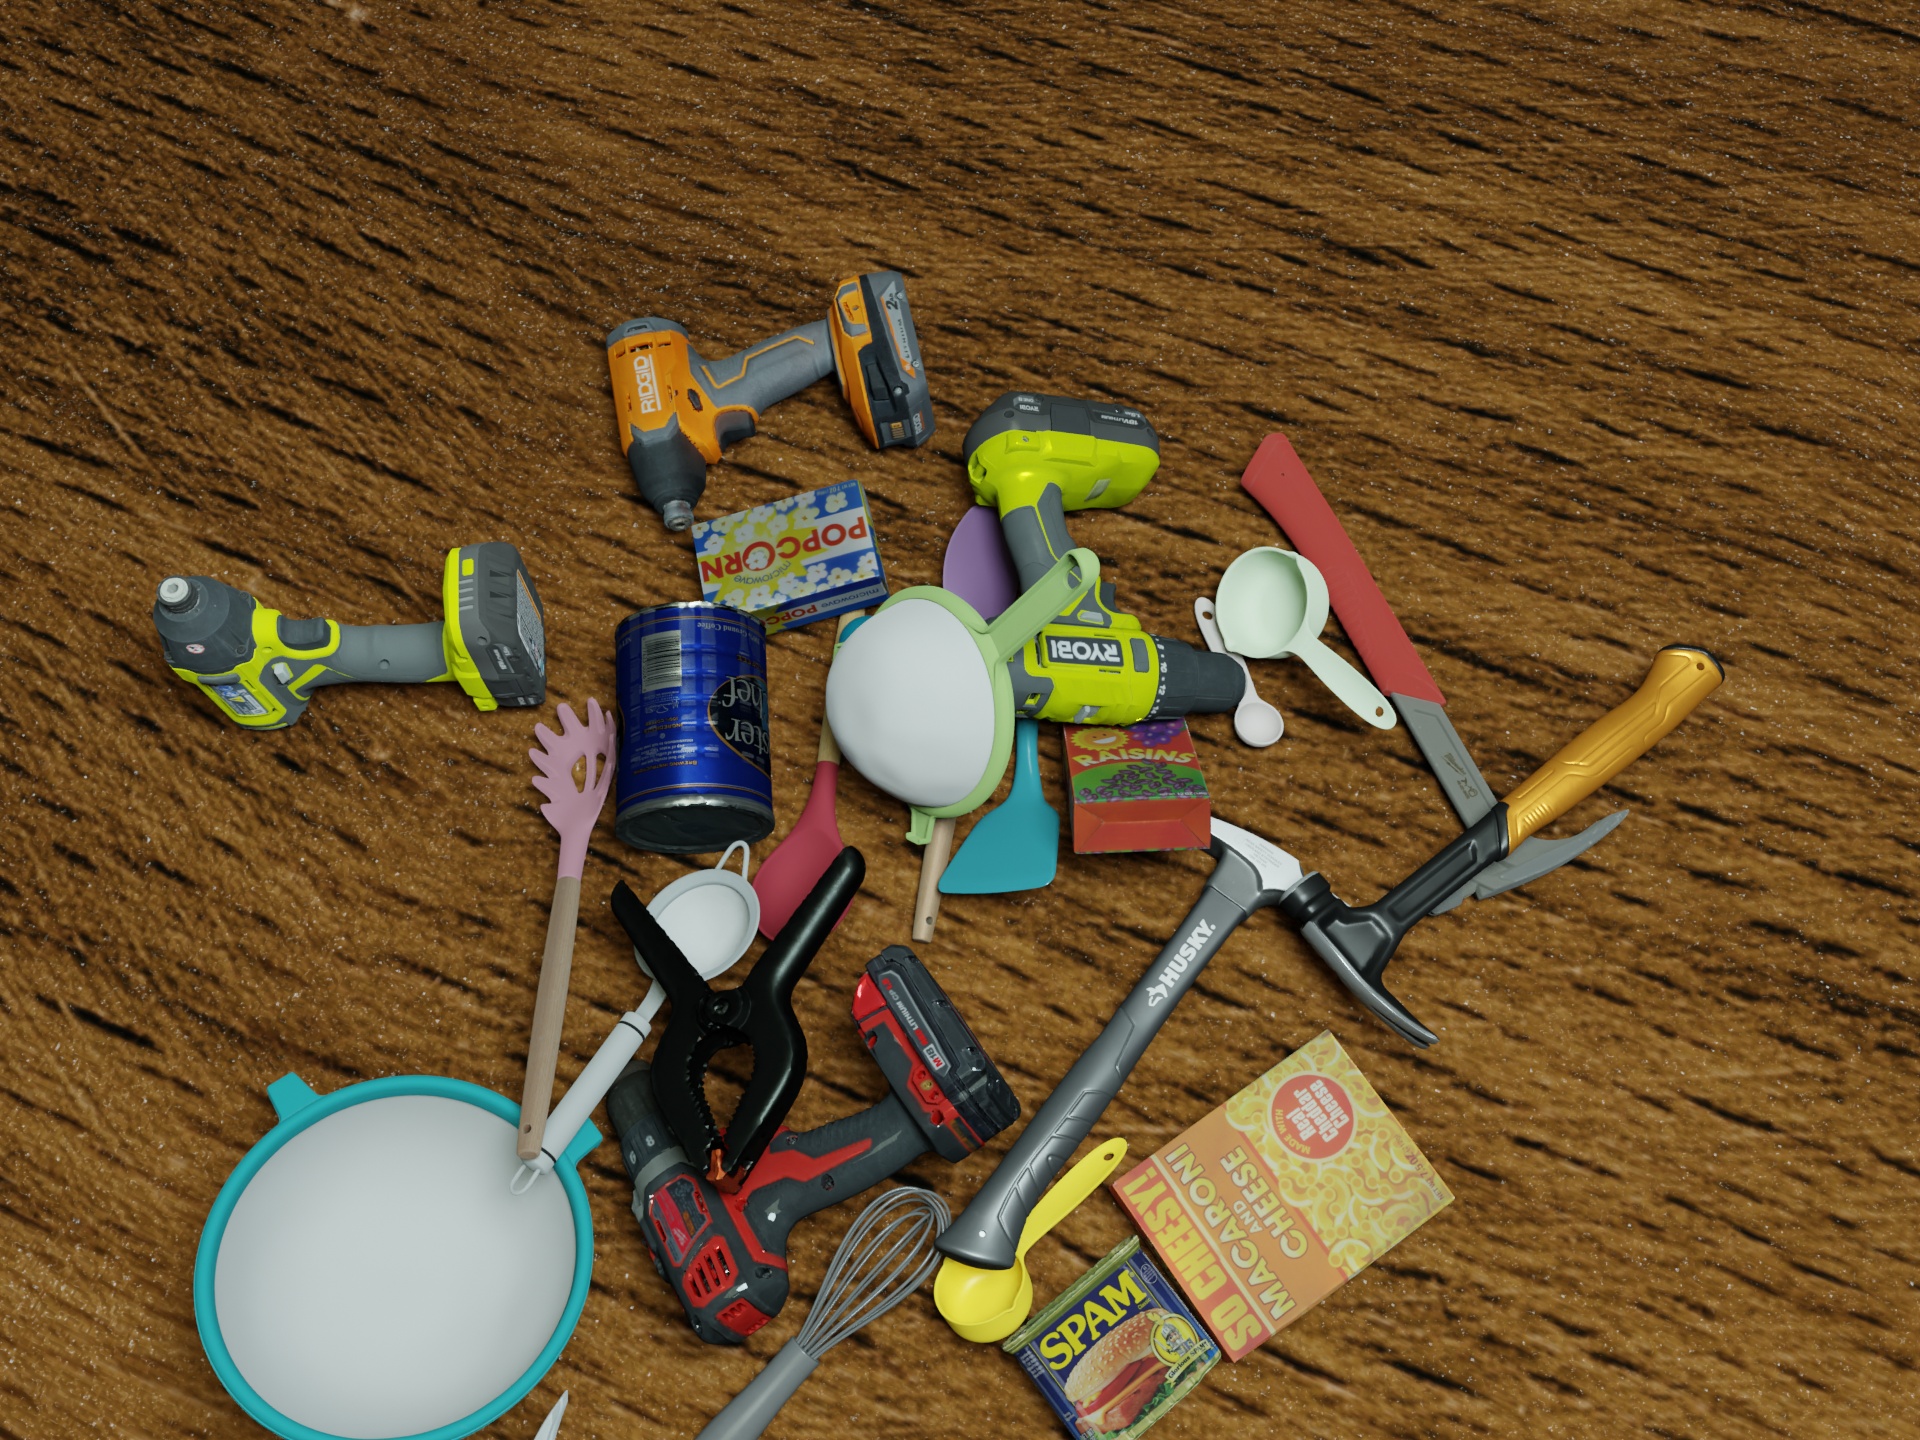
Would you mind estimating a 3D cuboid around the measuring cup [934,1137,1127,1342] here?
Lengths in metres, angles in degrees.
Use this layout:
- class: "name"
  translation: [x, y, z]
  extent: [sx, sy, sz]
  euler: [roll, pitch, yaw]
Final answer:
- class: "measuring cup"
  translation: [0.050, 0.314, 0.966]
  extent: [0.156, 0.029, 0.062]
  euler: [-37, 35, -26]

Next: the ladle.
- class: "ladle"
  translation: [-0.088, 0.006, 1.090]
  extent: [0.069, 0.031, 0.316]
  euler: [5, 67, 7]

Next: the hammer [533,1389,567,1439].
- class: "hammer"
  translation: [-0.051, 0.447, 0.885]
  extent: [0.405, 0.035, 0.144]
  euler: [-2, 88, 1]

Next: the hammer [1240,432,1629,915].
- class: "hammer"
  translation: [0.304, -0.051, 1.101]
  extent: [0.149, 0.036, 0.359]
  euler: [-22, 70, -8]

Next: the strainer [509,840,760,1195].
- class: "strainer"
  translation: [-0.198, 0.184, 0.985]
  extent: [0.087, 0.050, 0.258]
  euler: [12, 50, 29]

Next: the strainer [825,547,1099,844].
- class: "strainer"
  translation: [-0.012, -0.031, 0.969]
  extent: [0.069, 0.256, 0.152]
  euler: [-11, 71, -39]

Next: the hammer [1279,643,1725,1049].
- class: "hammer"
  translation: [0.369, 0.063, 1.019]
  extent: [0.337, 0.034, 0.127]
  euler: [-36, 72, -13]

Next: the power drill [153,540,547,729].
- class: "power drill"
  translation: [-0.396, -0.055, 1.044]
  extent: [0.223, 0.171, 0.080]
  euler: [-6, 69, -5]

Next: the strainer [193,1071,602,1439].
- class: "strainer"
  translation: [-0.327, 0.373, 0.884]
  extent: [0.211, 0.095, 0.341]
  euler: [12, 54, -11]

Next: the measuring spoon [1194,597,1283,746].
- class: "measuring spoon"
  translation: [0.189, -0.033, 1.109]
  extent: [0.034, 0.018, 0.124]
  euler: [-11, 62, -16]

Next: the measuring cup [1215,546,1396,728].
- class: "measuring cup"
  translation: [0.241, -0.050, 1.069]
  extent: [0.168, 0.038, 0.083]
  euler: [50, 121, 33]

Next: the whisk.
- class: "whisk"
  translation: [-0.094, 0.371, 0.936]
  extent: [0.055, 0.055, 0.239]
  euler: [40, 78, 15]

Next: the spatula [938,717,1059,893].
- class: "spatula"
  translation: [0.045, -0.027, 1.091]
  extent: [0.082, 0.044, 0.318]
  euler: [-6, 64, 28]

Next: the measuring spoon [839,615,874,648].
- class: "measuring spoon"
  translation: [-0.025, -0.073, 1.111]
  extent: [0.128, 0.021, 0.042]
  euler: [-25, 74, -20]

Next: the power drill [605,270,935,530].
- class: "power drill"
  translation: [-0.137, -0.230, 1.157]
  extent: [0.226, 0.084, 0.164]
  euler: [-13, 70, 0]

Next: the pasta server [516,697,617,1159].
- class: "pasta server"
  translation: [-0.253, 0.121, 1.000]
  extent: [0.060, 0.040, 0.317]
  euler: [-10, 50, 9]

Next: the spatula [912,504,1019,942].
- class: "spatula"
  translation: [-0.002, -0.003, 1.089]
  extent: [0.059, 0.018, 0.316]
  euler: [18, 70, -23]

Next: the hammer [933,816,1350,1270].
- class: "hammer"
  translation: [0.096, 0.197, 0.991]
  extent: [0.146, 0.035, 0.335]
  euler: [36, 67, 14]

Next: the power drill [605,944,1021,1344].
- class: "power drill"
  translation: [-0.100, 0.233, 0.953]
  extent: [0.226, 0.080, 0.188]
  euler: [-36, 51, -4]

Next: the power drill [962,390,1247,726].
- class: "power drill"
  translation: [0.092, -0.102, 1.080]
  extent: [0.190, 0.080, 0.229]
  euler: [3, 63, -20]
